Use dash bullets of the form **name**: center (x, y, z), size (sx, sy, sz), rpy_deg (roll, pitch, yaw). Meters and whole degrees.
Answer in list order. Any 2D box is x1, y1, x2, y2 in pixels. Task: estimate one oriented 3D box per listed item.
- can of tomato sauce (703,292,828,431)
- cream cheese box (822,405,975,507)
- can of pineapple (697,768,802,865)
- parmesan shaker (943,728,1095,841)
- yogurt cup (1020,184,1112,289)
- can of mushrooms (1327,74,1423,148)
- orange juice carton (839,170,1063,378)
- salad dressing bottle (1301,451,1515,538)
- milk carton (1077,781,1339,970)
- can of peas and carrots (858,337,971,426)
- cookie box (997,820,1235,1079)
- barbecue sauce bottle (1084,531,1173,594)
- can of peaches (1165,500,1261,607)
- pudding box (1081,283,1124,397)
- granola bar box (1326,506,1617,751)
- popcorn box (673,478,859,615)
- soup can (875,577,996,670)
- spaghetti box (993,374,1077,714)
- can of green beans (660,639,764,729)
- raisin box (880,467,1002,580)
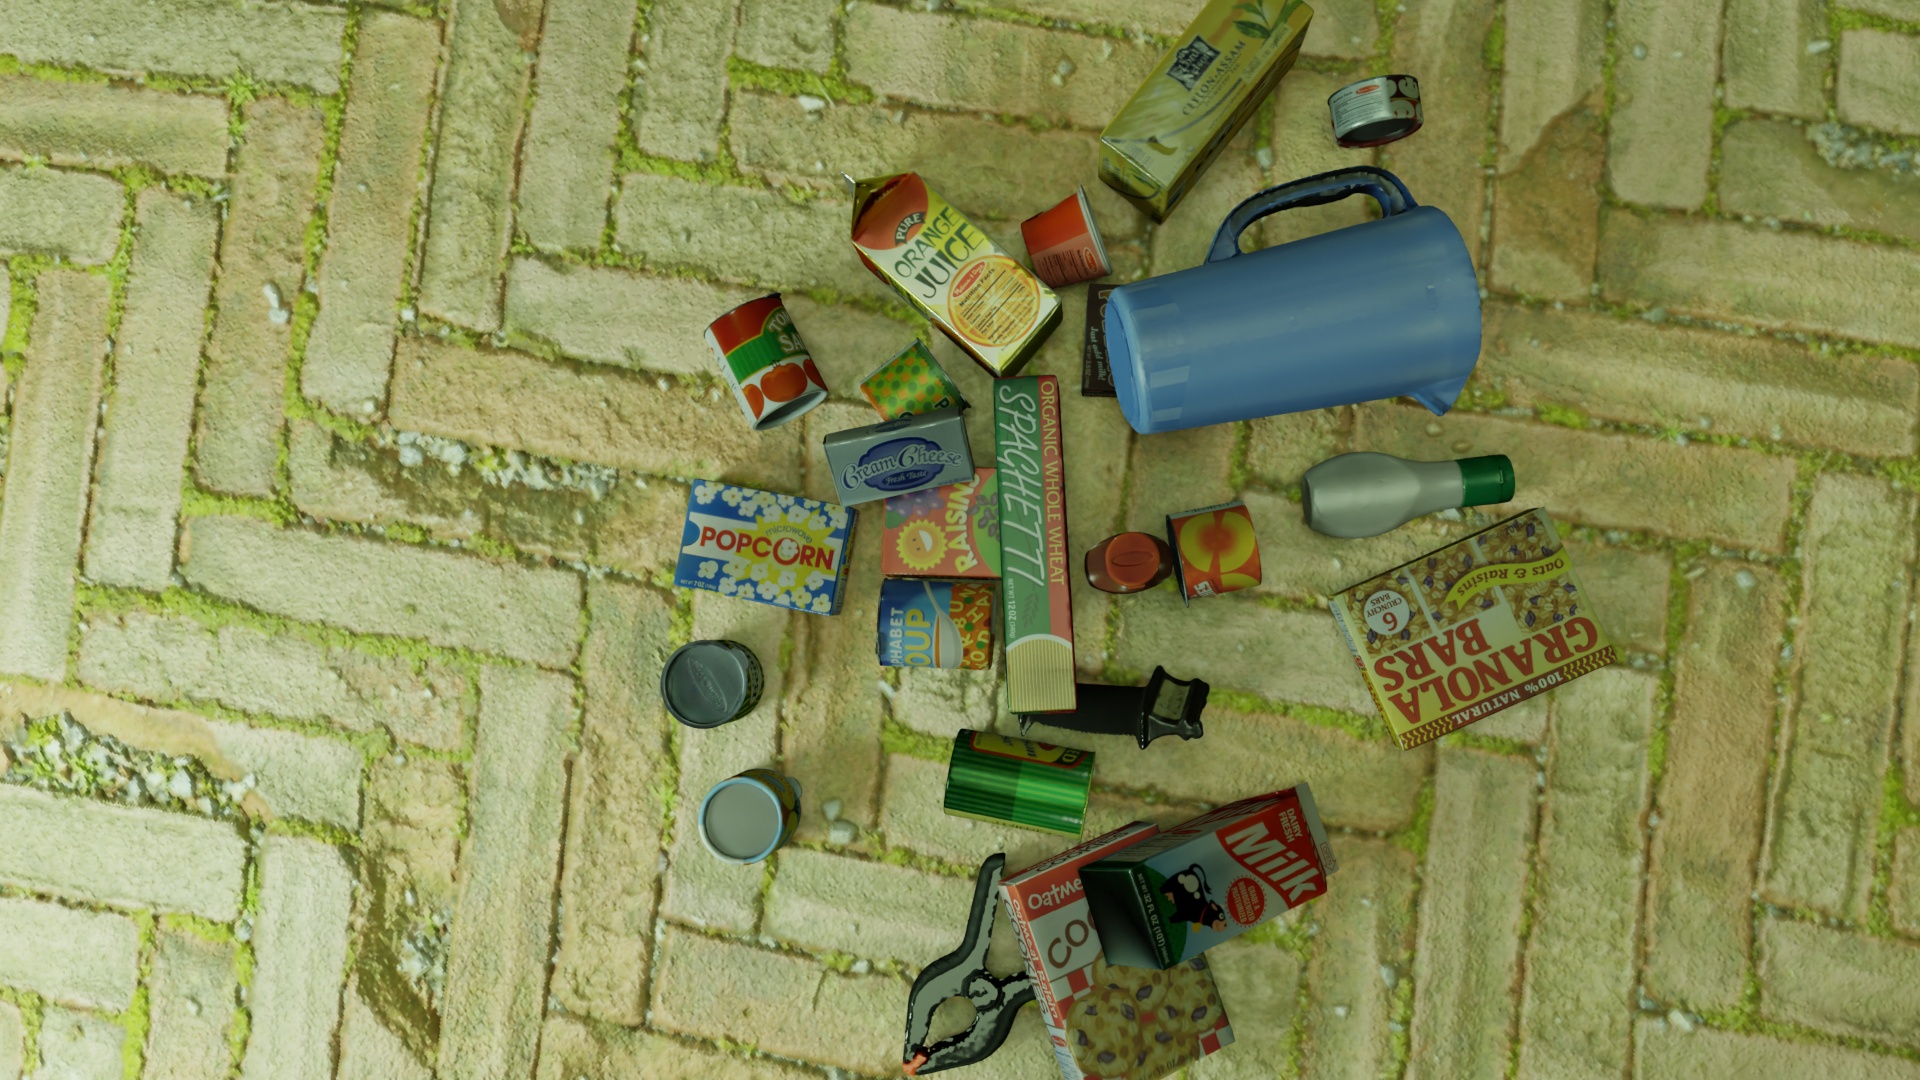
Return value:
- **can of tomato sauce**: center (-0.147, -0.136, 1.064), size (0.071, 0.071, 0.083), rpy_deg (-28, 85, 3)
- **cream cheese box**: center (-0.044, -0.061, 1.020), size (0.104, 0.024, 0.053), rpy_deg (-12, 117, 3)
- **can of pineapple**: center (-0.157, 0.206, 1.046), size (0.071, 0.058, 0.071), rpy_deg (0, 86, 5)
- **parmesan shaker**: center (0.044, 0.179, 1.023), size (0.103, 0.071, 0.071), rpy_deg (10, 87, 6)
- **yogurt cup**: center (0.080, -0.224, 1.053), size (0.054, 0.072, 0.072), rpy_deg (-19, 85, 12)
- **can of mushrooms**: center (0.312, -0.320, 1.038), size (0.071, 0.071, 0.033), rpy_deg (-8, 86, 5)
- **orange juice carton**: center (-0.016, -0.210, 1.055), size (0.193, 0.072, 0.073), rpy_deg (42, 91, 6)
- **salad dressing bottle**: center (0.330, -0.037, 1.028), size (0.148, 0.044, 0.064), rpy_deg (-6, 84, 3)
- **milk carton**: center (0.188, 0.234, 0.985), size (0.191, 0.073, 0.072), rpy_deg (-16, 85, -28)
- **can of peas and carrots**: center (-0.034, -0.109, 1.052), size (0.059, 0.071, 0.071), rpy_deg (-37, 84, 3)
- **cookie box**: center (0.111, 0.303, 1.003), size (0.123, 0.040, 0.167), rpy_deg (-17, 84, -23)
- **barbecue sauce bottle**: center (0.121, 0.016, 0.989), size (0.065, 0.148, 0.043), rpy_deg (-7, 87, 5)
- **can of peaches**: center (0.187, 0.009, 1.025), size (0.058, 0.071, 0.071), rpy_deg (-12, 86, 3)
- **pudding box**: center (0.119, -0.152, 1.060), size (0.050, 0.030, 0.083), rpy_deg (4, 87, 4)
- **granola bar box**: center (0.372, 0.065, 1.019), size (0.165, 0.039, 0.124), rpy_deg (-24, 84, 3)
- **popcorn box**: center (-0.148, 0.005, 1.069), size (0.127, 0.038, 0.085), rpy_deg (10, 88, 5)
- **soup can**: center (-0.017, 0.064, 1.037), size (0.084, 0.071, 0.071), rpy_deg (3, 87, 5)
- **spaghetti box**: center (0.054, 0.001, 1.012), size (0.050, 0.028, 0.250), rpy_deg (-3, 81, 5)
- **can of green beans**: center (-0.187, 0.108, 1.055), size (0.071, 0.058, 0.071), rpy_deg (0, 86, 5)
- **raisin box**: center (0.004, -0.013, 1.056), size (0.123, 0.040, 0.086), rpy_deg (2, 86, 4)
